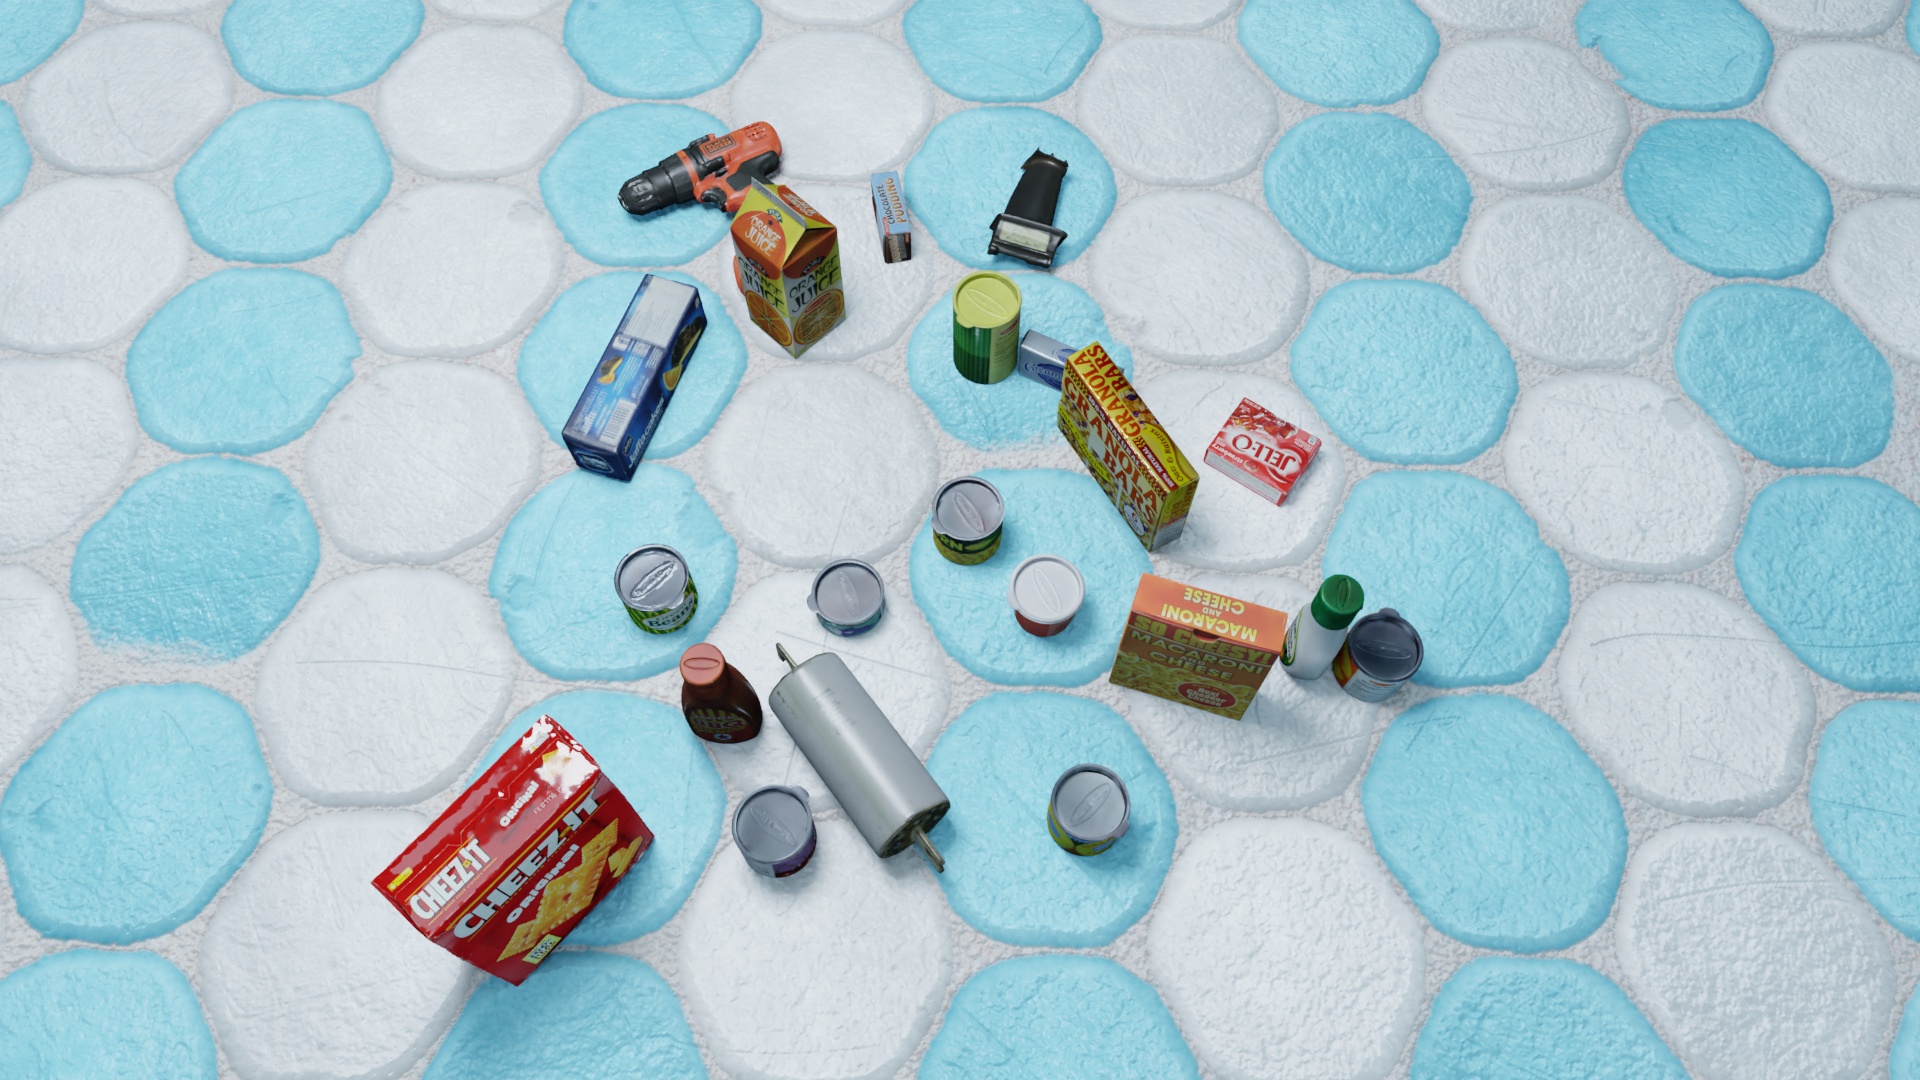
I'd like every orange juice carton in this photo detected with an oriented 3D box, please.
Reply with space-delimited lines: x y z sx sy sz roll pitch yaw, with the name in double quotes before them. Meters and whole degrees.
"orange juice carton" -0.165 -0.267 1.334 0.072 0.191 0.073 42 71 17

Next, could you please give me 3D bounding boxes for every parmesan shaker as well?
"parmesan shaker" 0.023 -0.205 1.355 0.071 0.102 0.071 0 64 -1

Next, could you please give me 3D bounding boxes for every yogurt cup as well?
"yogurt cup" 0.077 0.053 1.257 0.072 0.053 0.072 0 64 -1

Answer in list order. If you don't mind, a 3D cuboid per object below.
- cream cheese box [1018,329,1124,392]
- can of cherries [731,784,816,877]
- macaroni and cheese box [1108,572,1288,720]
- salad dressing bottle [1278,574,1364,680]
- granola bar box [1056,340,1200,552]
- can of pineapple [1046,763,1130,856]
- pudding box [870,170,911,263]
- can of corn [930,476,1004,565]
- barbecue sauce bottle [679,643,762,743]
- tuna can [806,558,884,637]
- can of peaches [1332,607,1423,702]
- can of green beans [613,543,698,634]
"cream cheese box" 0.107 -0.166 1.365 0.104 0.053 0.024 25 66 11
"can of cherries" -0.152 0.241 1.158 0.071 0.058 0.072 0 64 -1
"macaroni and cheese box" 0.198 0.094 1.176 0.124 0.165 0.040 16 65 7
"salad dressing bottle" 0.312 0.074 1.198 0.044 0.147 0.064 15 65 6
"granola bar box" 0.151 -0.085 1.286 0.039 0.123 0.166 -28 68 -13
"can of pineapple" 0.108 0.229 1.169 0.071 0.057 0.071 0 64 -1
"pudding box" -0.073 -0.338 1.449 0.030 0.049 0.084 -10 65 -5
"can of corn" 0.005 -0.016 1.287 0.071 0.058 0.071 0 64 -1
"barbecue sauce bottle" -0.205 0.128 1.163 0.065 0.148 0.044 2 64 0
"tuna can" -0.104 0.054 1.266 0.071 0.032 0.071 0 64 -1
"can of peaches" 0.370 0.102 1.234 0.071 0.057 0.071 0 64 -1
"can of green beans" -0.274 0.045 1.254 0.071 0.057 0.071 0 64 -1
